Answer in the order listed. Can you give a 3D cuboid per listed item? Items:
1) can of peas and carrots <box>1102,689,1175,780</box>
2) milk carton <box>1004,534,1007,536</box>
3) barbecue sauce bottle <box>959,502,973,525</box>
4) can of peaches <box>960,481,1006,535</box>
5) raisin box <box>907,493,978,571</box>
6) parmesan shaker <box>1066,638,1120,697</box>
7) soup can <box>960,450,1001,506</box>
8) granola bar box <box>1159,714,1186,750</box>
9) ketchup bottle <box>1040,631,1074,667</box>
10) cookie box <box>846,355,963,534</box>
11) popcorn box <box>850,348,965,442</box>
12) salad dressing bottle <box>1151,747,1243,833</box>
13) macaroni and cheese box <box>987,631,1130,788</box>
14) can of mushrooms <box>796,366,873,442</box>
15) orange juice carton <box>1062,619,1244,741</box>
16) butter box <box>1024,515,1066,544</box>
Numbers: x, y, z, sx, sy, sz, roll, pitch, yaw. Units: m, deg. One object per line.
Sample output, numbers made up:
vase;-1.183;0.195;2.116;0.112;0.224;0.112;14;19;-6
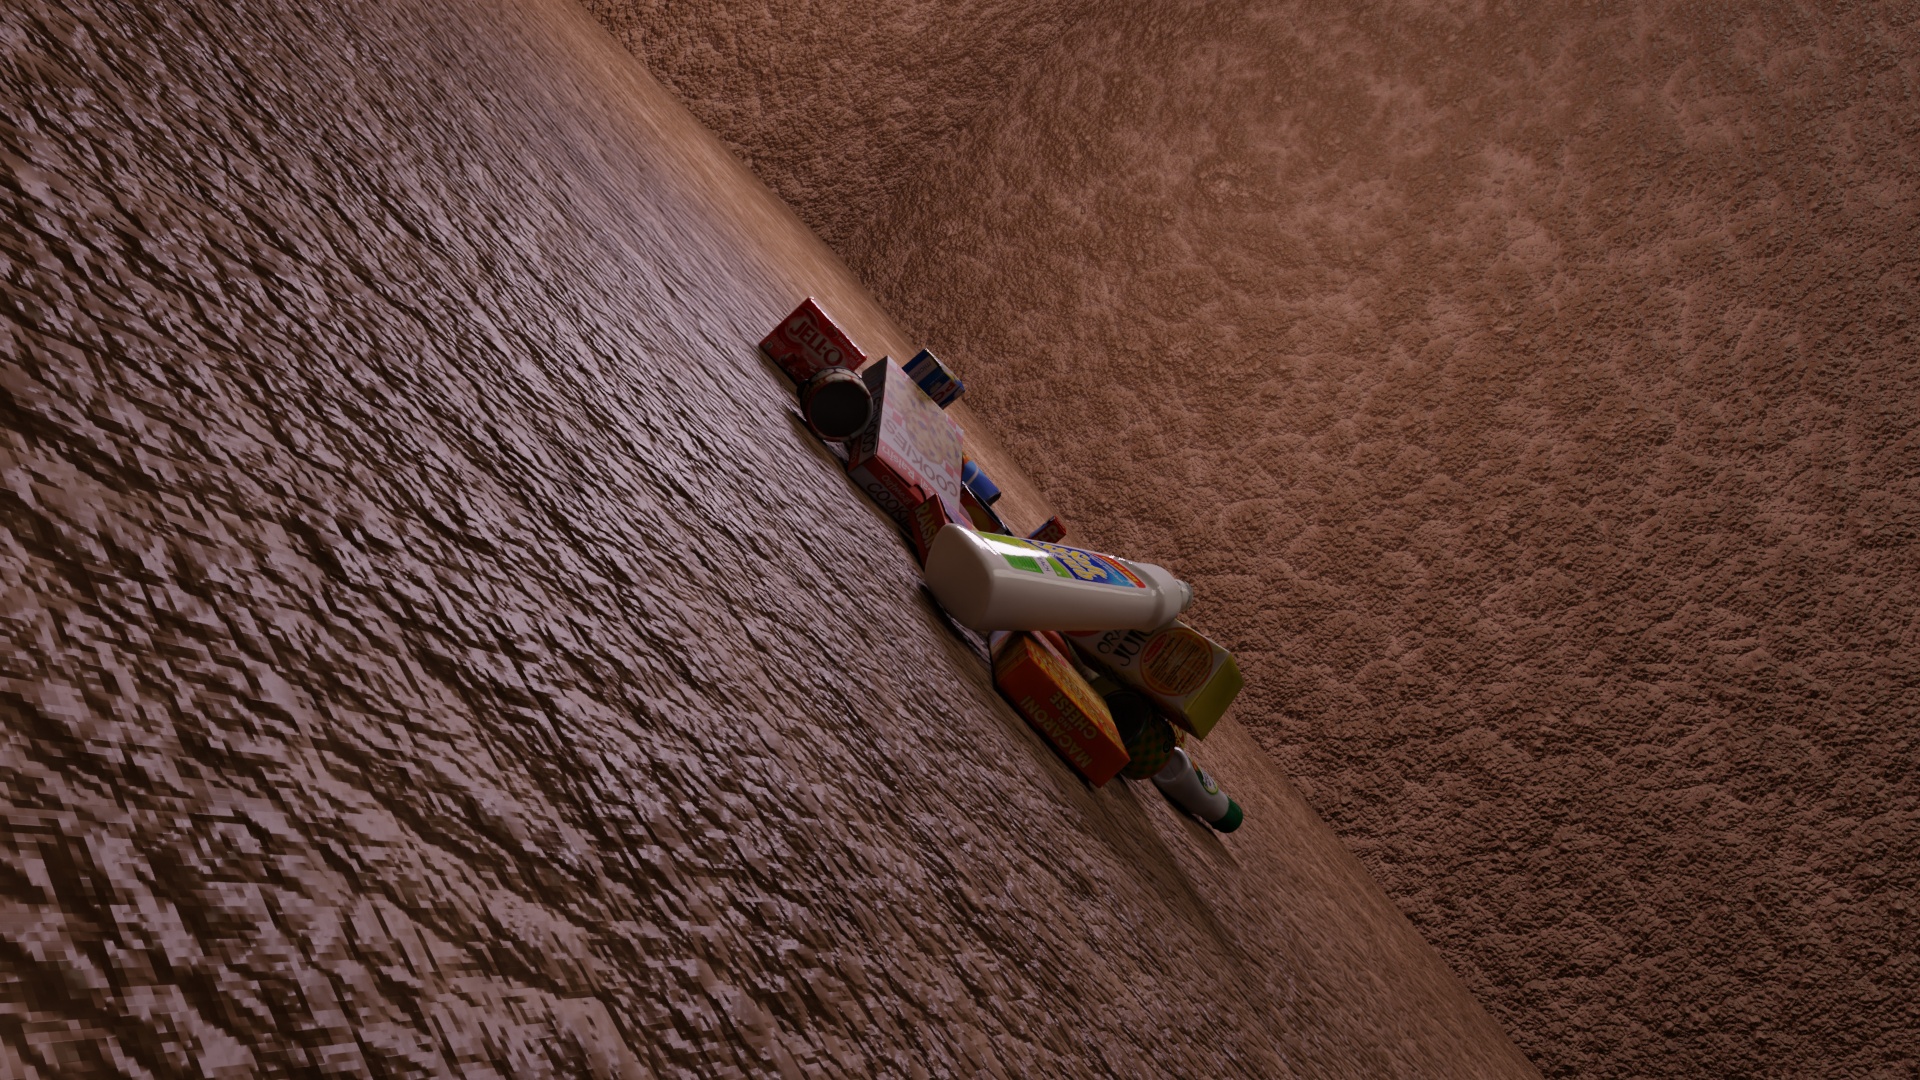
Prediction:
can of peas and carrots;0.160;0.179;1.289;0.058;0.071;0.071;44;7;-36
milk carton;0.122;0.067;1.679;0.191;0.073;0.072;50;7;22
barbecue sauce bottle;-0.021;-0.028;1.441;0.149;0.043;0.065;52;22;26
can of peaches;0.005;-0.019;1.498;0.071;0.058;0.071;47;7;-7
raisin box;0.008;0.023;1.303;0.123;0.040;0.086;42;20;-39
parmesan shaker;0.139;0.132;1.423;0.071;0.071;0.103;44;8;-31
soup can;0.000;-0.068;1.691;0.084;0.071;0.071;49;6;8
granola bar box;0.203;0.152;1.544;0.165;0.039;0.125;63;20;-8
ketchup bottle;0.080;0.099;1.365;0.064;0.043;0.149;51;6;-4
cookie box;-0.051;-0.089;1.376;0.122;0.040;0.168;44;30;-30
popcorn box;-0.063;-0.144;1.494;0.038;0.126;0.085;53;8;15
salad dressing bottle;0.256;0.271;1.488;0.147;0.044;0.064;42;12;-42
macaroni and cheese box;0.081;0.132;1.189;0.123;0.040;0.167;46;6;-8
can of mushrooms;-0.119;-0.128;1.312;0.071;0.071;0.033;44;8;-29
orange juice carton;0.168;0.102;1.322;0.193;0.073;0.071;32;-13;35
butter box;0.071;0.014;1.538;0.024;0.103;0.053;52;5;-1
